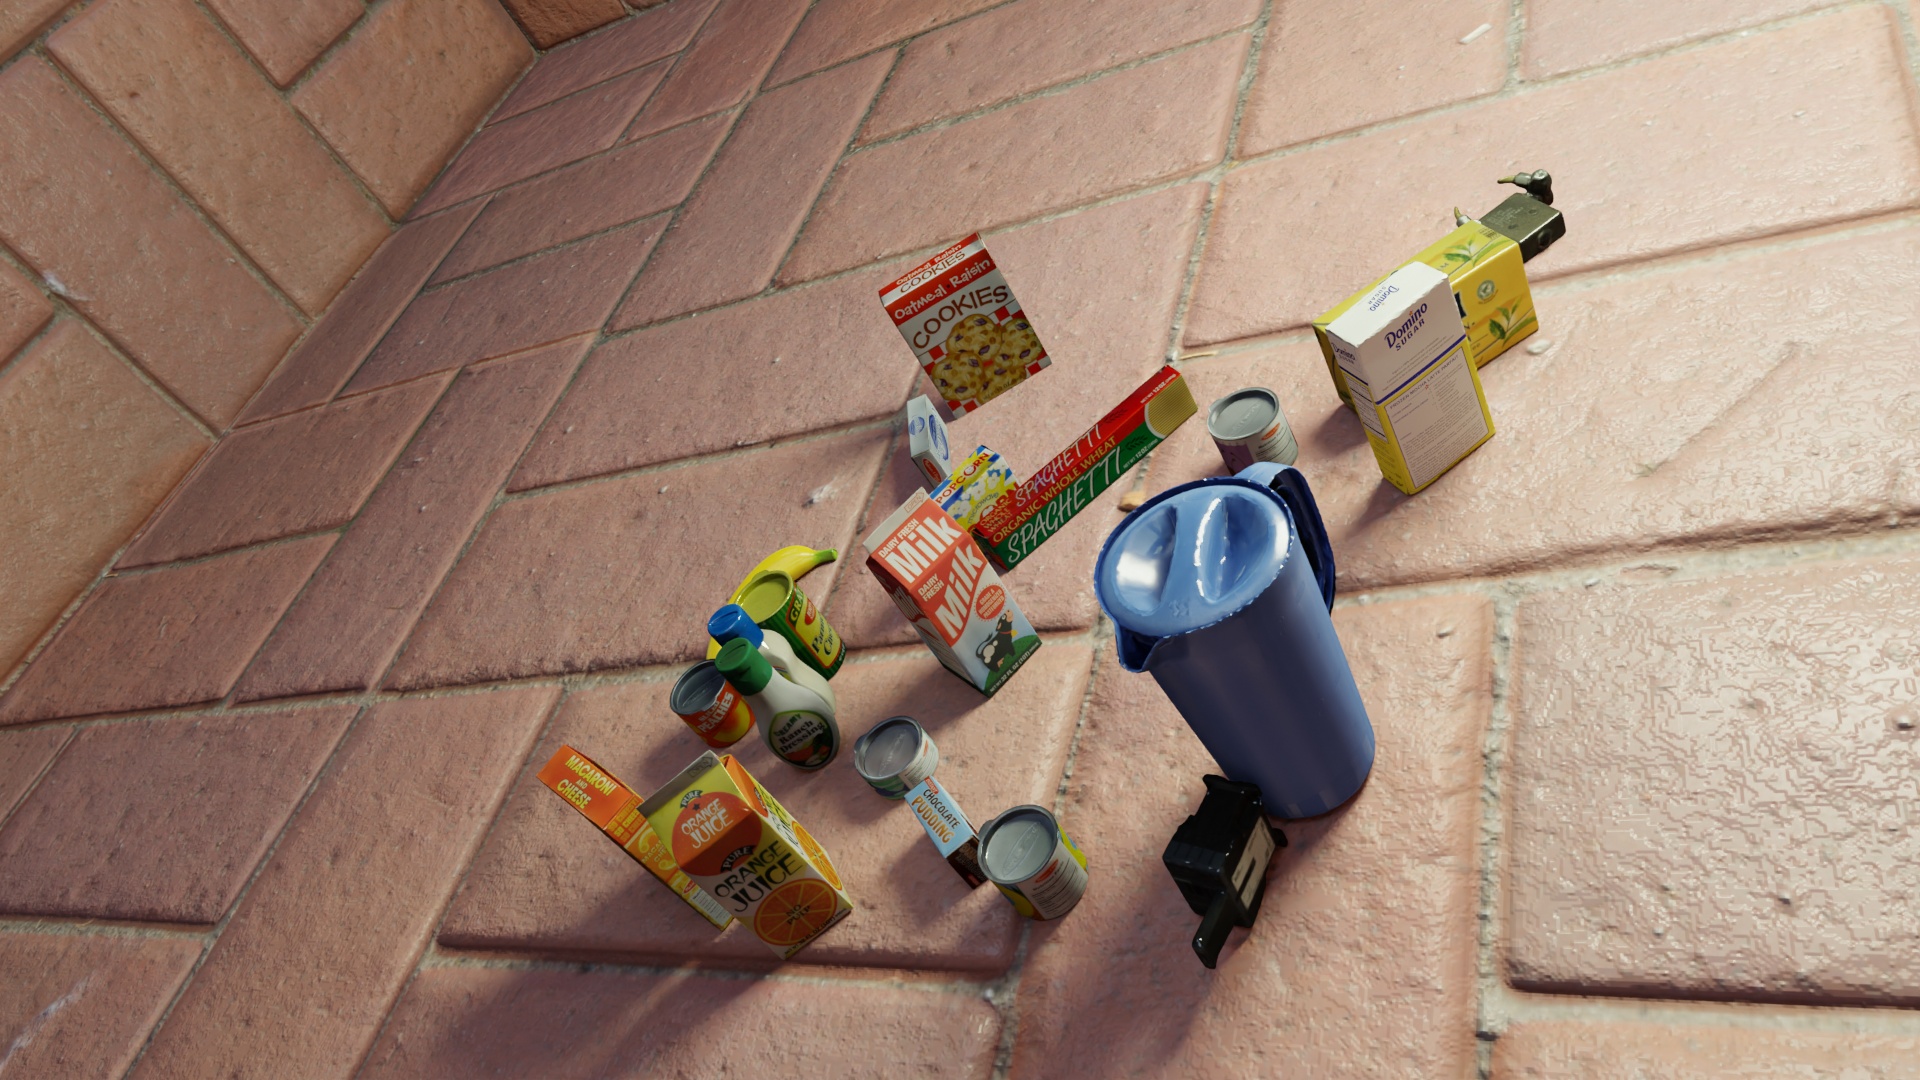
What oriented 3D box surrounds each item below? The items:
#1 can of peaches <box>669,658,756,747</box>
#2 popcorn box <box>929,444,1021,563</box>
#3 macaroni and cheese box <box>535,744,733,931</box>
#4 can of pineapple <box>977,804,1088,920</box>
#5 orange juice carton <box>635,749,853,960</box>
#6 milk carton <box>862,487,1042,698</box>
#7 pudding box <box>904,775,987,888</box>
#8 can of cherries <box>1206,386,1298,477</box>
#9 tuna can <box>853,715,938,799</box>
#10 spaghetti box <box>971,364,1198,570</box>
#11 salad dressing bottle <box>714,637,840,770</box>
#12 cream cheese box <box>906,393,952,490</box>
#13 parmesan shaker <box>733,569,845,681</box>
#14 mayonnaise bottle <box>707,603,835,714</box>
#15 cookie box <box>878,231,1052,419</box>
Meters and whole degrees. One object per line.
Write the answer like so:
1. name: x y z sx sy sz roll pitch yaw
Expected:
1. can of peaches: -0.235 0.158 1.334 0.071 0.058 0.071 -20 39 18
2. popcorn box: 0.005 -0.017 1.322 0.127 0.085 0.038 -45 38 -13
3. macaroni and cheese box: -0.266 0.249 1.169 0.124 0.166 0.040 18 62 47
4. can of pineapple: 0.054 0.238 1.031 0.071 0.057 0.071 -20 39 18
5. orange juice carton: -0.170 0.239 1.086 0.072 0.192 0.073 -37 37 -3
6. milk carton: -0.013 0.041 1.186 0.072 0.190 0.073 -45 38 -13
7. pudding box: -0.007 0.228 1.094 0.030 0.049 0.084 -38 37 -4
8. can of cherries: 0.259 -0.095 1.239 0.071 0.058 0.072 -20 39 18
9. tuna can: -0.056 0.186 1.190 0.071 0.032 0.071 -20 39 18
10. spaghetti box: 0.120 -0.069 1.322 0.250 0.050 0.029 -40 37 -7
11. salad dressing bottle: -0.161 0.144 1.220 0.064 0.147 0.044 -33 37 2
12. cream cheese box: -0.033 -0.104 1.472 0.024 0.053 0.104 -24 38 14
13. parmesan shaker: -0.162 0.084 1.322 0.071 0.102 0.072 -21 39 18
14. mayonnaise bottle: -0.174 0.117 1.259 0.064 0.147 0.041 -26 38 12
15. cookie box: 0.006 -0.227 1.482 0.123 0.167 0.040 -30 37 6
